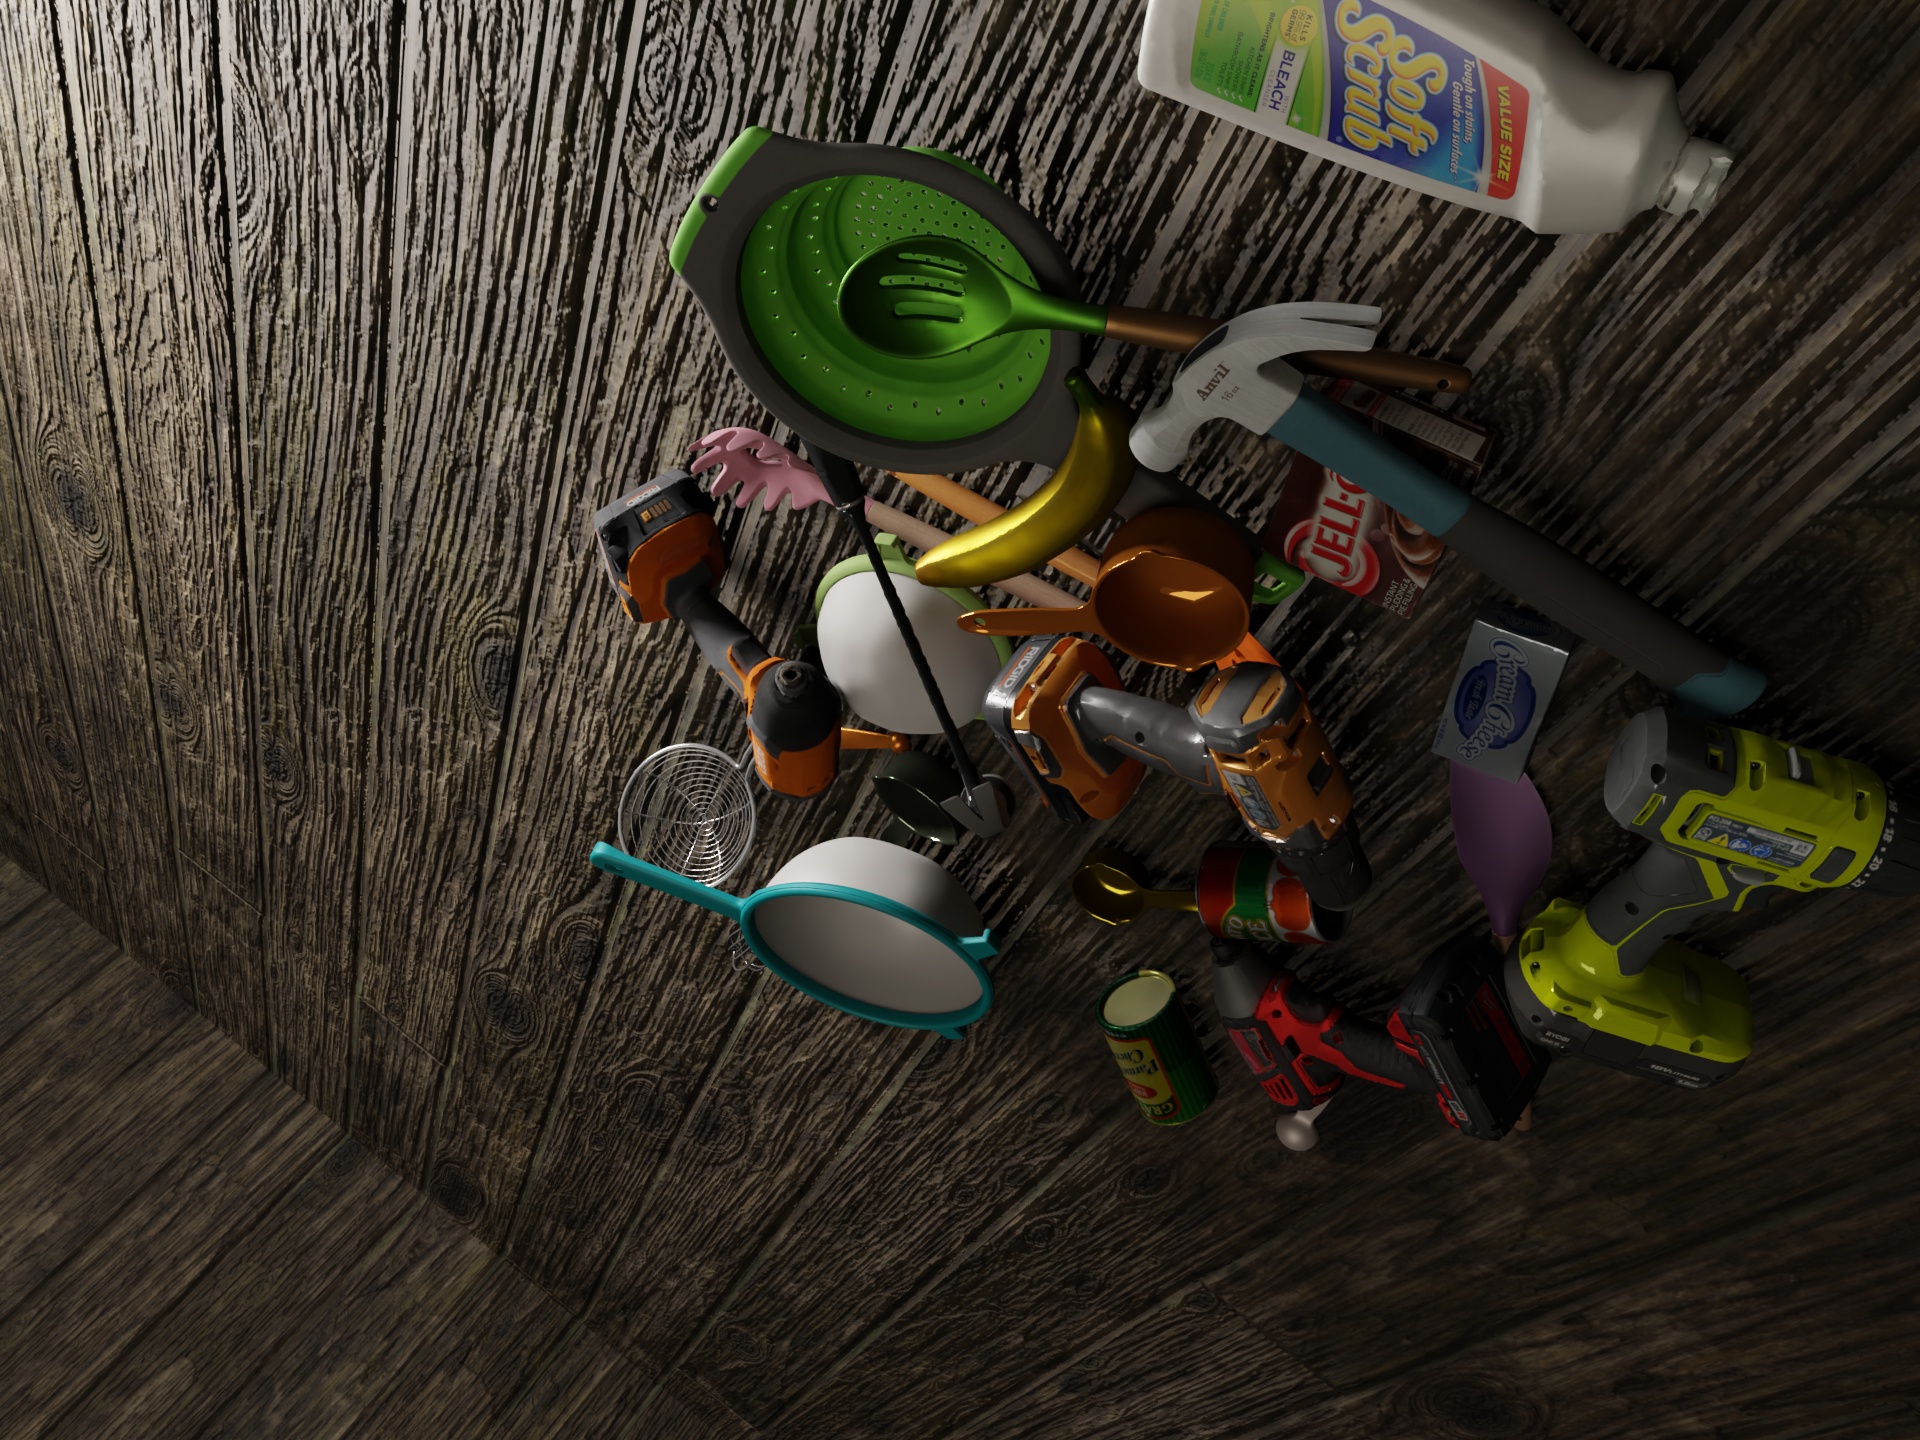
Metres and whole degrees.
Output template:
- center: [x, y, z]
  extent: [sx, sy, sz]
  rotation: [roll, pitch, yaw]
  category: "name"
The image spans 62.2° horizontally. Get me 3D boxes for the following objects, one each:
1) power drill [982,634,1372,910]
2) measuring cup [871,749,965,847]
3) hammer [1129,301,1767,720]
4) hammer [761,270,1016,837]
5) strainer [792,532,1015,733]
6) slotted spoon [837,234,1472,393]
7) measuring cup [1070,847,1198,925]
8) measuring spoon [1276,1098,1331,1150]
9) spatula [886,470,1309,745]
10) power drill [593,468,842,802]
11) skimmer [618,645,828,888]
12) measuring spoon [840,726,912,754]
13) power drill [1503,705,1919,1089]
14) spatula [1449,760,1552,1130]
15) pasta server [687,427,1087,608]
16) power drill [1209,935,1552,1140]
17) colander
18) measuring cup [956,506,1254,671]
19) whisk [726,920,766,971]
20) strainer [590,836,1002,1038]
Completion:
- center: [0.141, 0.034, 0.981]
  extent: [0.226, 0.084, 0.185]
  rotation: [12, 146, 46]
  category: "power drill"
- center: [-0.034, 0.069, 1.237]
  extent: [0.083, 0.038, 0.167]
  rotation: [38, 158, 1]
  category: "measuring cup"
- center: [0.252, -0.093, 0.781]
  extent: [0.331, 0.033, 0.128]
  rotation: [30, 140, -9]
  category: "hammer"
- center: [-0.062, -0.117, 0.960]
  extent: [0.149, 0.036, 0.409]
  rotation: [-18, -96, -86]
  category: "hammer"
- center: [-0.002, -0.003, 1.083]
  extent: [0.256, 0.069, 0.151]
  rotation: [38, 142, -9]
  category: "strainer"
- center: [0.097, -0.191, 0.785]
  extent: [0.313, 0.031, 0.070]
  rotation: [9, 137, -1]
  category: "slotted spoon"
- center: [0.156, 0.119, 1.136]
  extent: [0.156, 0.029, 0.062]
  rotation: [1, 128, 24]
  category: "measuring cup"
- center: [0.266, 0.294, 1.208]
  extent: [0.034, 0.018, 0.124]
  rotation: [28, 139, 16]
  category: "measuring spoon"
- center: [0.078, -0.085, 0.984]
  extent: [0.323, 0.041, 0.081]
  rotation: [31, 157, 15]
  category: "spatula"
- center: [-0.160, -0.061, 1.101]
  extent: [0.227, 0.084, 0.164]
  rotation: [52, 163, 15]
  category: "power drill"
- center: [-0.174, 0.018, 1.247]
  extent: [0.127, 0.090, 0.363]
  rotation: [57, 141, 13]
  category: "skimmer"
- center: [-0.085, 0.017, 1.239]
  extent: [0.117, 0.011, 0.021]
  rotation: [3, 128, 38]
  category: "measuring spoon"
- center: [0.412, 0.102, 0.849]
  extent: [0.190, 0.080, 0.228]
  rotation: [17, 137, 4]
  category: "power drill"
- center: [0.348, 0.151, 1.005]
  extent: [0.060, 0.018, 0.315]
  rotation: [10, 131, 35]
  category: "spatula"
- center: [-0.039, -0.121, 1.050]
  extent: [0.316, 0.040, 0.060]
  rotation: [27, 152, 15]
  category: "pasta server"
- center: [0.265, 0.202, 1.066]
  extent: [0.220, 0.078, 0.143]
  rotation: [-9, 118, 54]
  category: "power drill"
- center: [0.039, -0.199, 0.886]
  extent: [0.396, 0.095, 0.204]
  rotation: [32, 139, -18]
  category: "colander"
- center: [0.082, -0.076, 0.902]
  extent: [0.174, 0.052, 0.095]
  rotation: [-2, 139, 26]
  category: "measuring cup"
- center: [-0.151, 0.167, 1.412]
  extent: [0.055, 0.055, 0.239]
  rotation: [43, 138, -3]
  category: "whisk"
- center: [-0.123, 0.136, 1.282]
  extent: [0.340, 0.095, 0.210]
  rotation: [20, 146, 3]
  category: "strainer"
